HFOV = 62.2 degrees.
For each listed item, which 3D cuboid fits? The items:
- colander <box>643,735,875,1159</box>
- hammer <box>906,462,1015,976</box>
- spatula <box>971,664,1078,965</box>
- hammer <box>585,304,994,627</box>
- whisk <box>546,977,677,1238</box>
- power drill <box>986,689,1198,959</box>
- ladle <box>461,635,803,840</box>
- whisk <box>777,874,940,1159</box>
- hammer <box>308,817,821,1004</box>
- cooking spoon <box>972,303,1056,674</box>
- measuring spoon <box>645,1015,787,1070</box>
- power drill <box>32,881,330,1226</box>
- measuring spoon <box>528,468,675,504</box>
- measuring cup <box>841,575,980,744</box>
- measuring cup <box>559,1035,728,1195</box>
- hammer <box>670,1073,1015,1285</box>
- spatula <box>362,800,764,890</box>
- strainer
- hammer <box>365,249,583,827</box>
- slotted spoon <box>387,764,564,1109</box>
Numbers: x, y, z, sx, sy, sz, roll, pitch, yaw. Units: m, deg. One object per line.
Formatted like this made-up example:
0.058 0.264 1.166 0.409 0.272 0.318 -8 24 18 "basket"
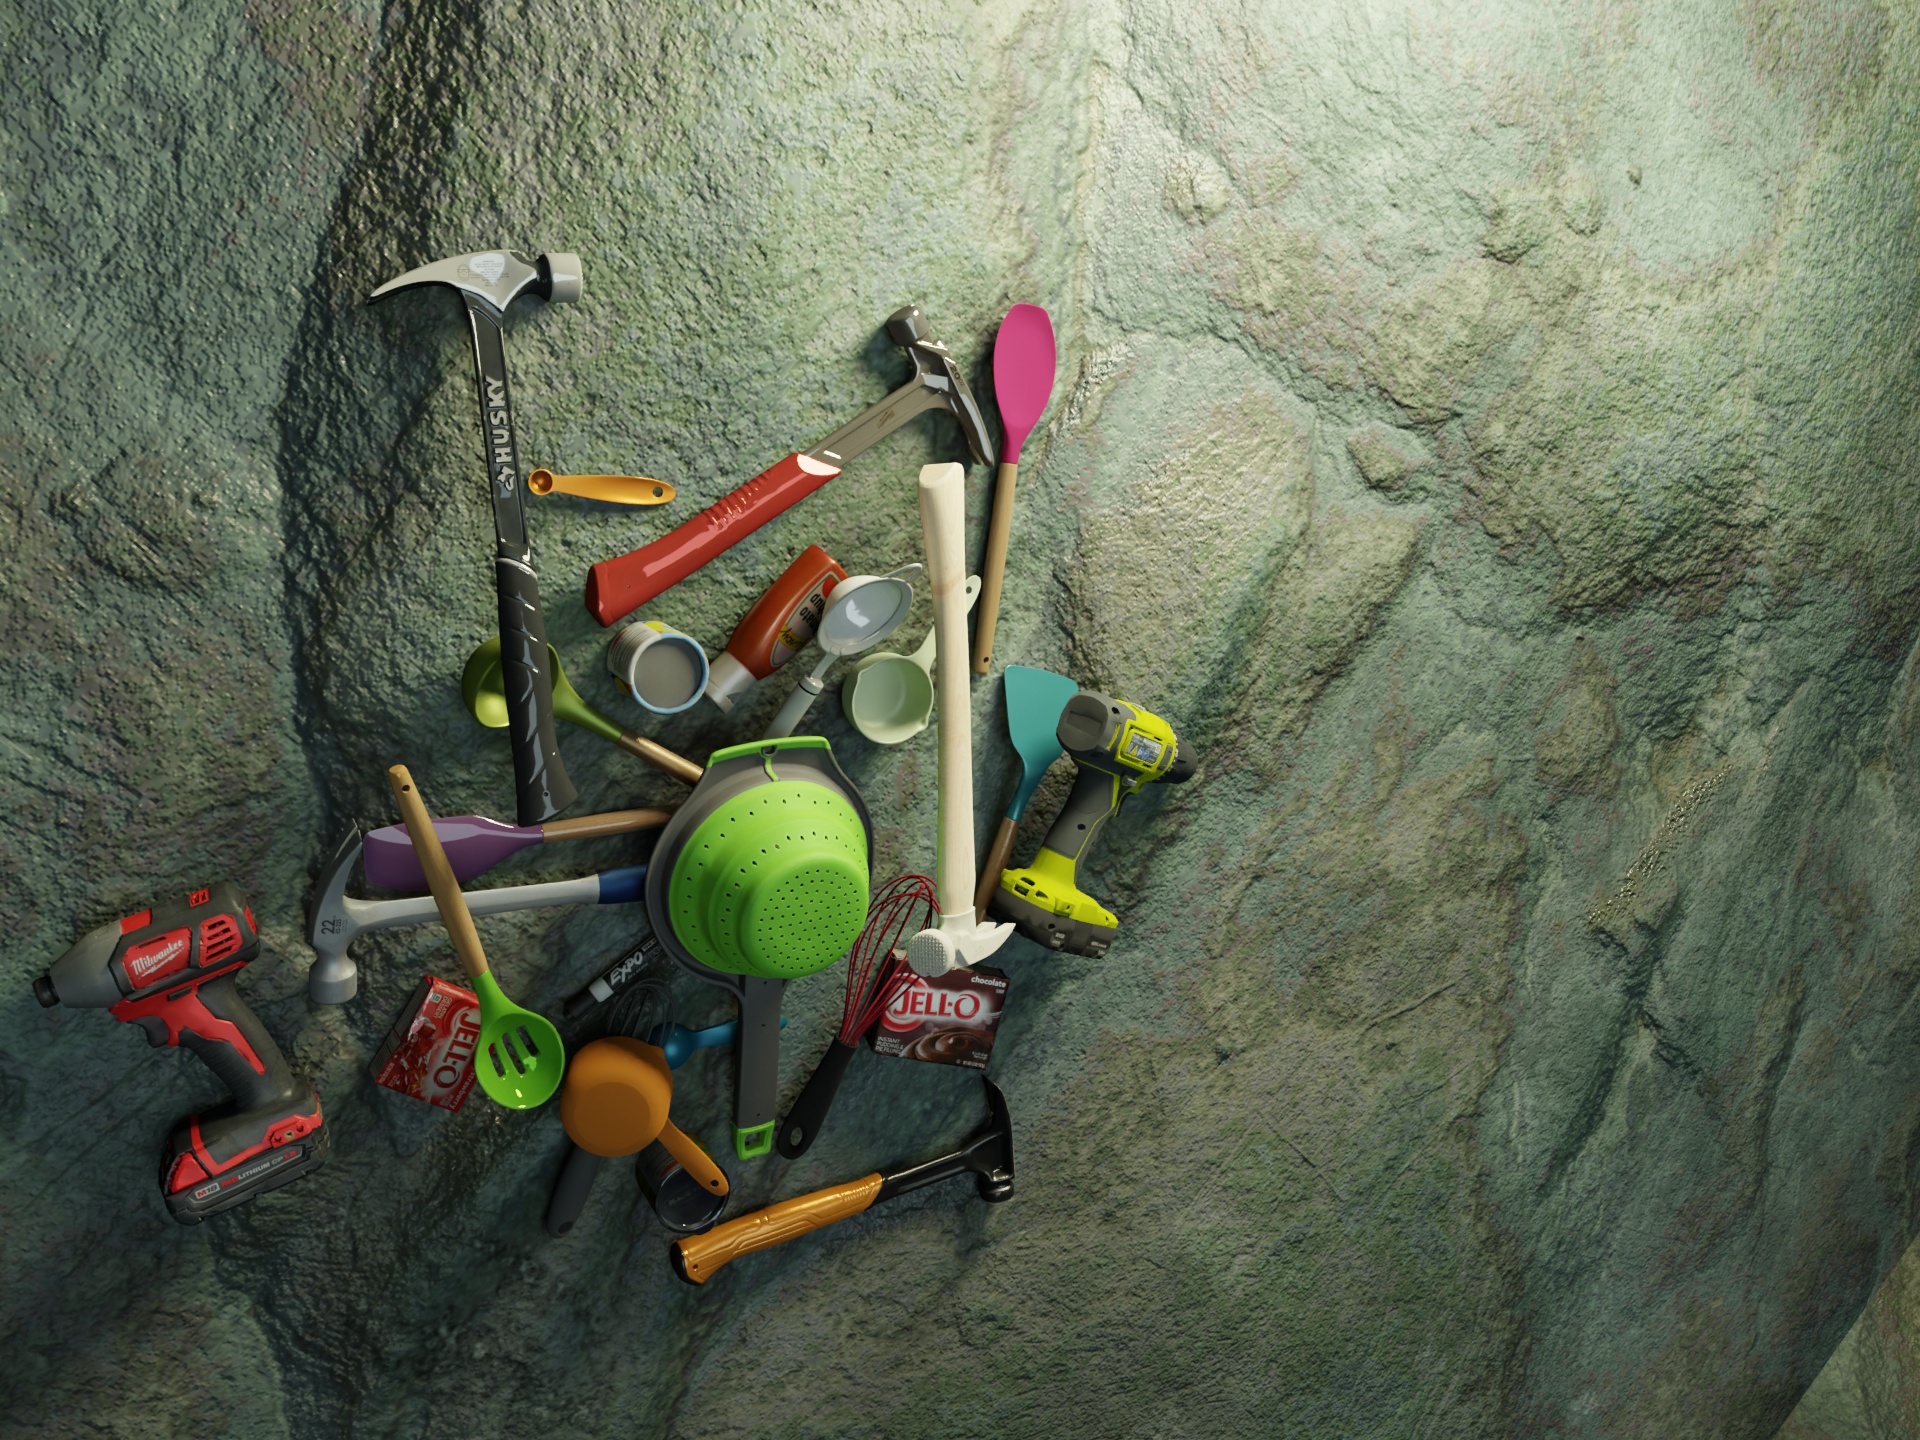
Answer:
-0.148 0.213 1.300 0.204 0.095 0.397 -8 116 -30 "colander"
-0.002 -0.004 1.317 0.146 0.038 0.410 -9 98 -65 "hammer"
0.035 0.109 1.451 0.082 0.044 0.317 12 102 -32 "spatula"
-0.139 -0.178 1.270 0.359 0.037 0.149 -37 118 -16 "hammer"
-0.293 0.322 1.315 0.055 0.055 0.239 19 98 -31 "whisk"
0.130 0.096 1.455 0.190 0.080 0.228 22 92 -52 "power drill"
-0.243 0.028 1.244 0.320 0.062 0.078 32 96 -29 "ladle"
-0.091 0.261 1.383 0.073 0.073 0.295 18 107 -31 "whisk"
-0.296 0.130 1.253 0.405 0.035 0.144 -4 120 -30 "hammer"
0.038 -0.196 1.373 0.068 0.017 0.319 -1 103 -38 "cooking spoon"
-0.206 0.273 1.359 0.128 0.021 0.042 -7 107 -26 "measuring spoon"
-0.549 0.236 1.132 0.143 0.079 0.219 -21 110 -23 "power drill"
-0.273 -0.178 1.213 0.116 0.011 0.021 0 103 -33 "measuring spoon"
-0.039 -0.057 1.357 0.083 0.038 0.167 39 81 -31 "measuring cup"
-0.247 0.332 1.271 0.095 0.052 0.173 -40 103 5 "measuring cup"
-0.102 0.431 1.452 0.337 0.034 0.127 -13 110 -25 "hammer"
-0.306 0.088 1.259 0.315 0.018 0.059 -8 115 -26 "spatula"
-0.118 -0.037 1.283 0.086 0.050 0.258 10 122 -54 "strainer"
-0.324 -0.128 1.132 0.149 0.036 0.409 -7 93 -26 "hammer"
-0.366 0.165 1.184 0.070 0.031 0.313 -30 125 -29 "slotted spoon"
